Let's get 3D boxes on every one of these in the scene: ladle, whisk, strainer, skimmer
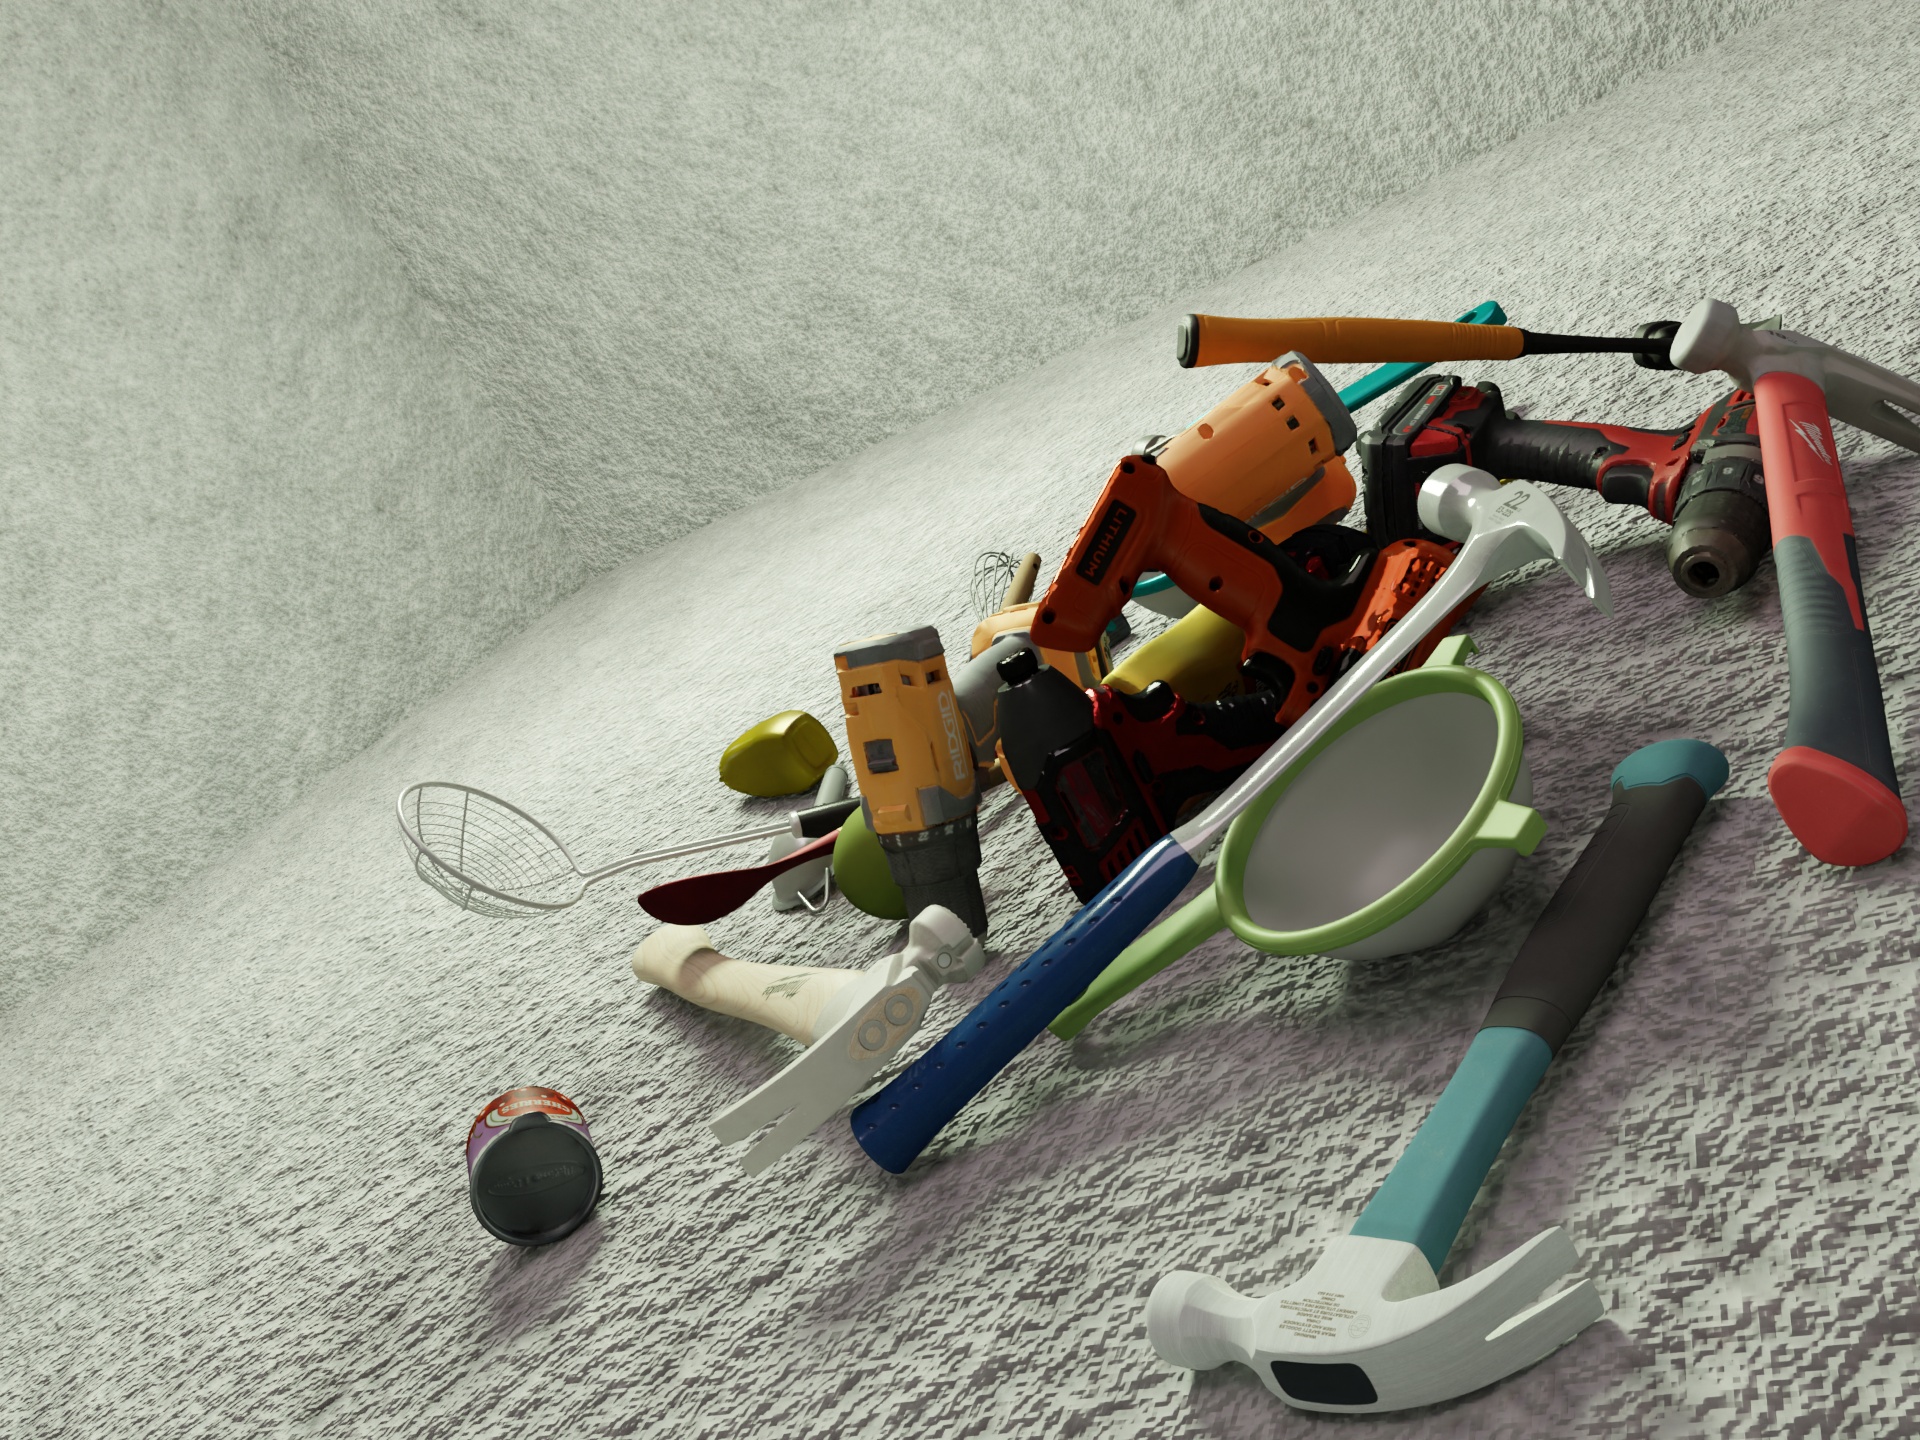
[{"bbox_3d":[-0.055,0.067,1.023,0.315,0.031,0.069,-22,-13,-23],"label":"ladle"},{"bbox_3d":[-0.002,-0.003,1.035,0.062,0.078,0.320,-23,31,38],"label":"ladle"},{"bbox_3d":[0.023,-0.069,1.260,0.055,0.055,0.239,-22,28,22],"label":"whisk"},{"bbox_3d":[-0.104,0.073,1.164,0.087,0.050,0.258,-40,11,11],"label":"strainer"},{"bbox_3d":[-0.170,0.056,1.031,0.363,0.090,0.127,-11,28,-12],"label":"skimmer"},{"bbox_3d":[0.148,0.083,0.692,0.256,0.069,0.152,-40,20,25],"label":"strainer"},{"bbox_3d":[0.251,-0.172,1.141,0.340,0.095,0.211,-30,28,31],"label":"strainer"}]

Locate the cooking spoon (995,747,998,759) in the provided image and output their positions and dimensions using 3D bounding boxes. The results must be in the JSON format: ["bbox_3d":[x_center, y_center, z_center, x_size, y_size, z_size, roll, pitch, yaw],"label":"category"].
[{"bbox_3d":[0.087,-0.008,1.116,0.319,0.017,0.069,-24,24,20],"label":"cooking spoon"}]

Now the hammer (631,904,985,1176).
[{"bbox_3d":[-0.129,0.156,0.891,0.146,0.038,0.411,-41,13,-22],"label":"hammer"}]

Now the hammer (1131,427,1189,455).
[{"bbox_3d":[0.065,-0.068,1.121,0.359,0.036,0.149,-49,23,-7],"label":"hammer"}]

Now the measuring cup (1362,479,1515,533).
[{"bbox_3d":[0.341,-0.139,1.088,0.156,0.029,0.062,-24,13,-25],"label":"measuring cup"}]

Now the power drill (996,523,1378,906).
[{"bbox_3d":[0.128,-0.011,0.843,0.219,0.143,0.078,-29,9,-8],"label":"power drill"}]

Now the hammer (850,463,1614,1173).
[{"bbox_3d":[0.106,0.049,0.686,0.405,0.035,0.144,-45,19,6],"label":"hammer"}]

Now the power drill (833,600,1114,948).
[{"bbox_3d":[0.019,0.025,0.927,0.084,0.185,0.226,-9,7,32],"label":"power drill"}]

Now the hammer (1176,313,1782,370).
[{"bbox_3d":[0.294,-0.219,0.927,0.337,0.034,0.127,-1,13,-6],"label":"hammer"}]

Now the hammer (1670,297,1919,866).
[{"bbox_3d":[0.392,-0.070,0.703,0.387,0.143,0.038,-63,-5,-47],"label":"hammer"}]

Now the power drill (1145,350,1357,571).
[{"bbox_3d":[0.157,-0.131,0.952,0.164,0.084,0.226,-36,-9,13],"label":"power drill"}]

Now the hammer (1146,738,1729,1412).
[{"bbox_3d":[0.200,0.107,0.564,0.128,0.033,0.331,-11,24,49],"label":"hammer"}]

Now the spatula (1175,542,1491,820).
[{"bbox_3d":[0.197,-0.019,0.922,0.322,0.041,0.081,-36,31,-18],"label":"spatula"}]

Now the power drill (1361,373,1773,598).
[{"bbox_3d":[0.341,-0.128,0.876,0.227,0.080,0.188,8,36,32],"label":"power drill"}]
